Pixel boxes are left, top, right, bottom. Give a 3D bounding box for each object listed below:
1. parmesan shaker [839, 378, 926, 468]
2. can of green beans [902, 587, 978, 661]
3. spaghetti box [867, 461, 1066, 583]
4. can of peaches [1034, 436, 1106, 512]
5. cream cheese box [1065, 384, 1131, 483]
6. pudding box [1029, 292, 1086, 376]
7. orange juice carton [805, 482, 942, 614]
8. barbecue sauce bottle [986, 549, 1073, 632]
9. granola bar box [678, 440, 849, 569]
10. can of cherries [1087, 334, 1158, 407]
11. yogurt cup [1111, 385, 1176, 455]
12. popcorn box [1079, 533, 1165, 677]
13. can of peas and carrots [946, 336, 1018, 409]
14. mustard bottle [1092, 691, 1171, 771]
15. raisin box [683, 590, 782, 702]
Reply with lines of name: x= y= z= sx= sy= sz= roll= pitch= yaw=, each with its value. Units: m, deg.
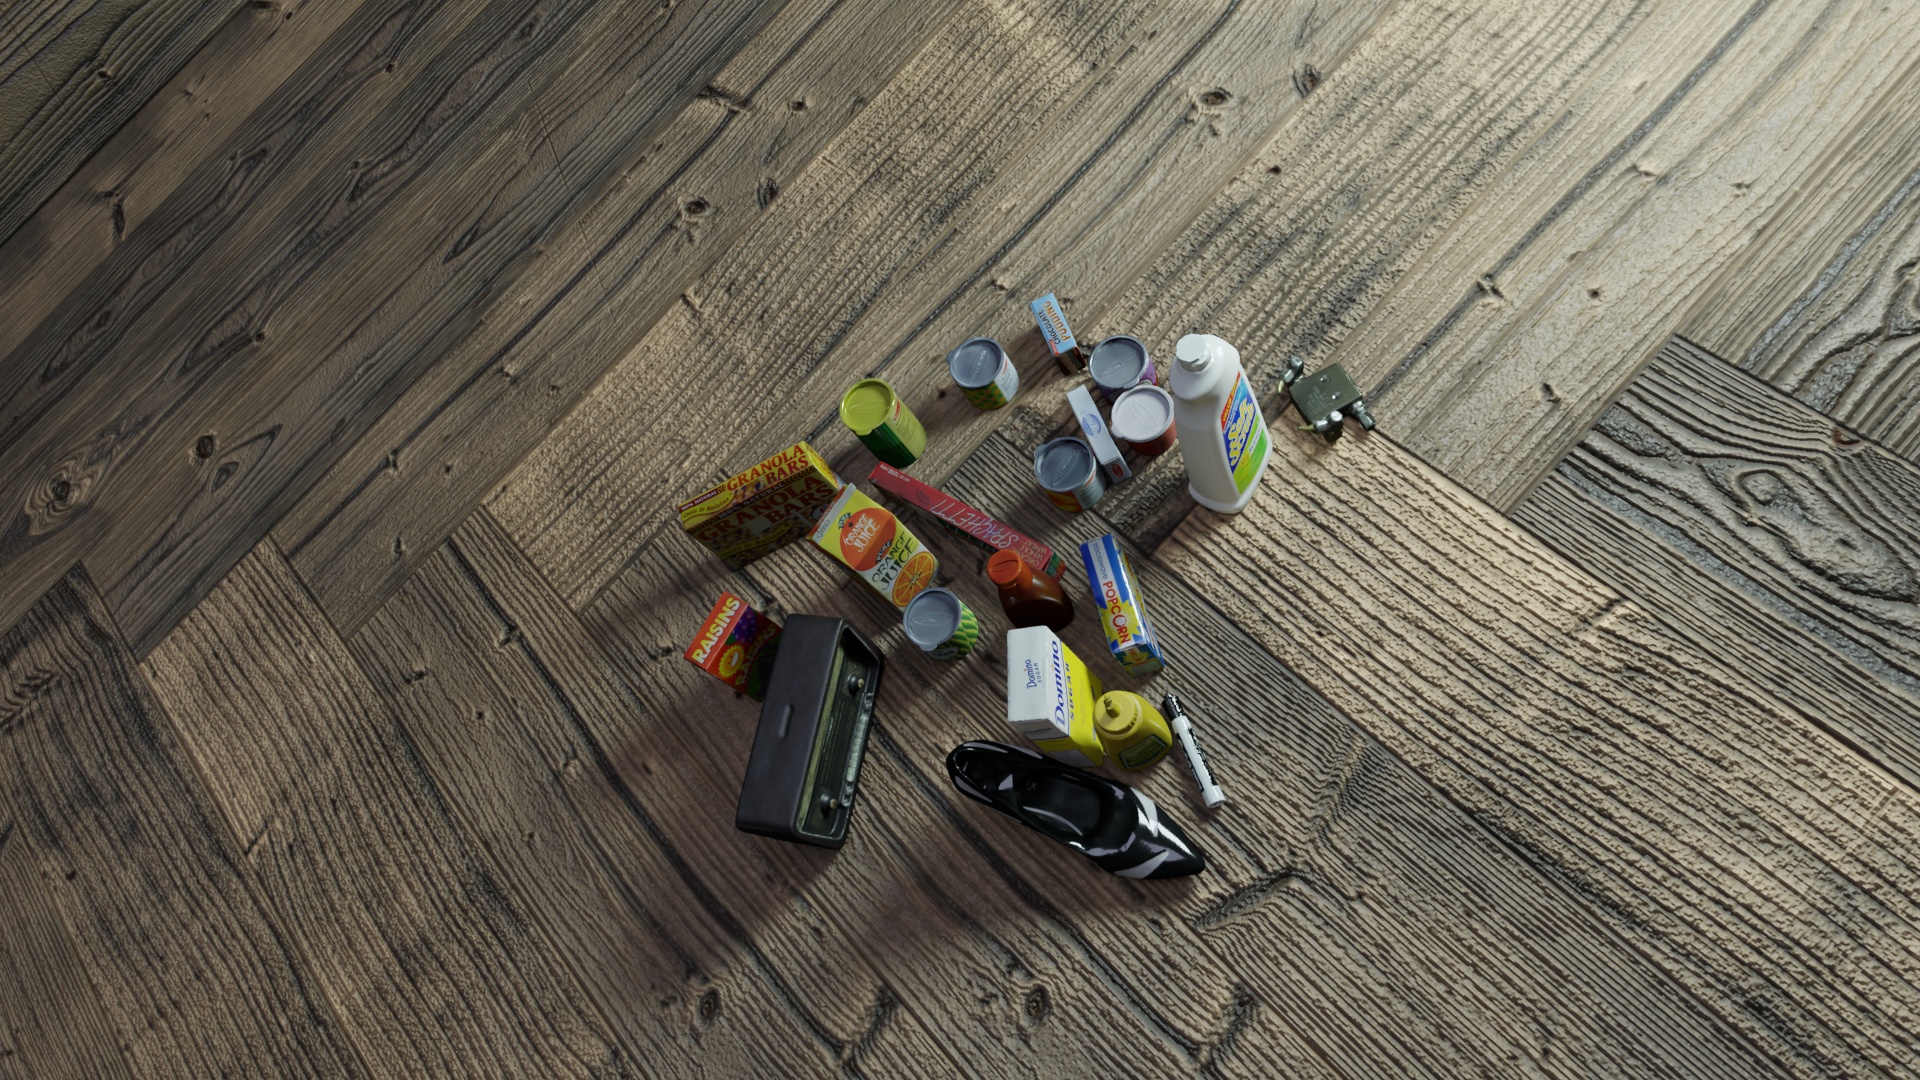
parmesan shaker: x=-0.088 y=-0.129 z=1.583 sx=0.071 sy=0.103 sz=0.071 roll=-8 pitch=65 yaw=18
can of green beans: x=-0.021 y=0.091 z=1.486 sx=0.071 sy=0.057 sz=0.071 roll=-8 pitch=65 yaw=18
spaghetti box: x=0.005 y=-0.019 z=1.529 sx=0.250 sy=0.050 sz=0.029 roll=28 pitch=80 yaw=29
can of peaches: x=0.118 y=-0.072 z=1.505 sx=0.071 sy=0.058 sz=0.071 roll=-8 pitch=65 yaw=18
cream cheese box: x=0.150 y=-0.115 z=1.514 sx=0.024 sy=0.053 sz=0.104 roll=-28 pitch=60 yaw=8
pudding box: x=0.111 y=-0.235 z=1.584 sx=0.030 sy=0.049 sz=0.084 roll=-26 pitch=61 yaw=9
orange juice carton: x=-0.097 y=0.005 z=1.475 sx=0.073 sy=0.192 sz=0.072 roll=30 pitch=81 yaw=29
barbecue sauce bottle: x=0.067 y=0.053 z=1.416 sx=0.065 sy=0.148 sz=0.044 roll=-18 pitch=63 yaw=13
granola bar box: x=-0.218 y=-0.039 z=1.581 sx=0.165 sy=0.124 sz=0.039 roll=-26 pitch=61 yaw=9
can of cherries: x=0.180 y=-0.182 z=1.529 sx=0.071 sy=0.058 sz=0.072 roll=-8 pitch=65 yaw=18
yogurt cup: x=0.202 y=-0.126 z=1.499 sx=0.072 sy=0.054 sz=0.072 roll=-8 pitch=65 yaw=18
popcorn box: x=0.164 y=0.066 z=1.409 sx=0.038 sy=0.085 sz=0.127 roll=-21 pitch=62 yaw=12
can of peas and carrots: x=0.025 y=-0.191 z=1.593 sx=0.071 sy=0.058 sz=0.071 roll=-8 pitch=65 yaw=18
mustard bottle: x=0.157 y=0.176 z=1.320 sx=0.065 sy=0.160 sz=0.049 roll=-32 pitch=60 yaw=6
raisin box: x=-0.239 y=0.117 z=1.520 sx=0.040 sy=0.123 sz=0.086 roll=26 pitch=79 yaw=29
